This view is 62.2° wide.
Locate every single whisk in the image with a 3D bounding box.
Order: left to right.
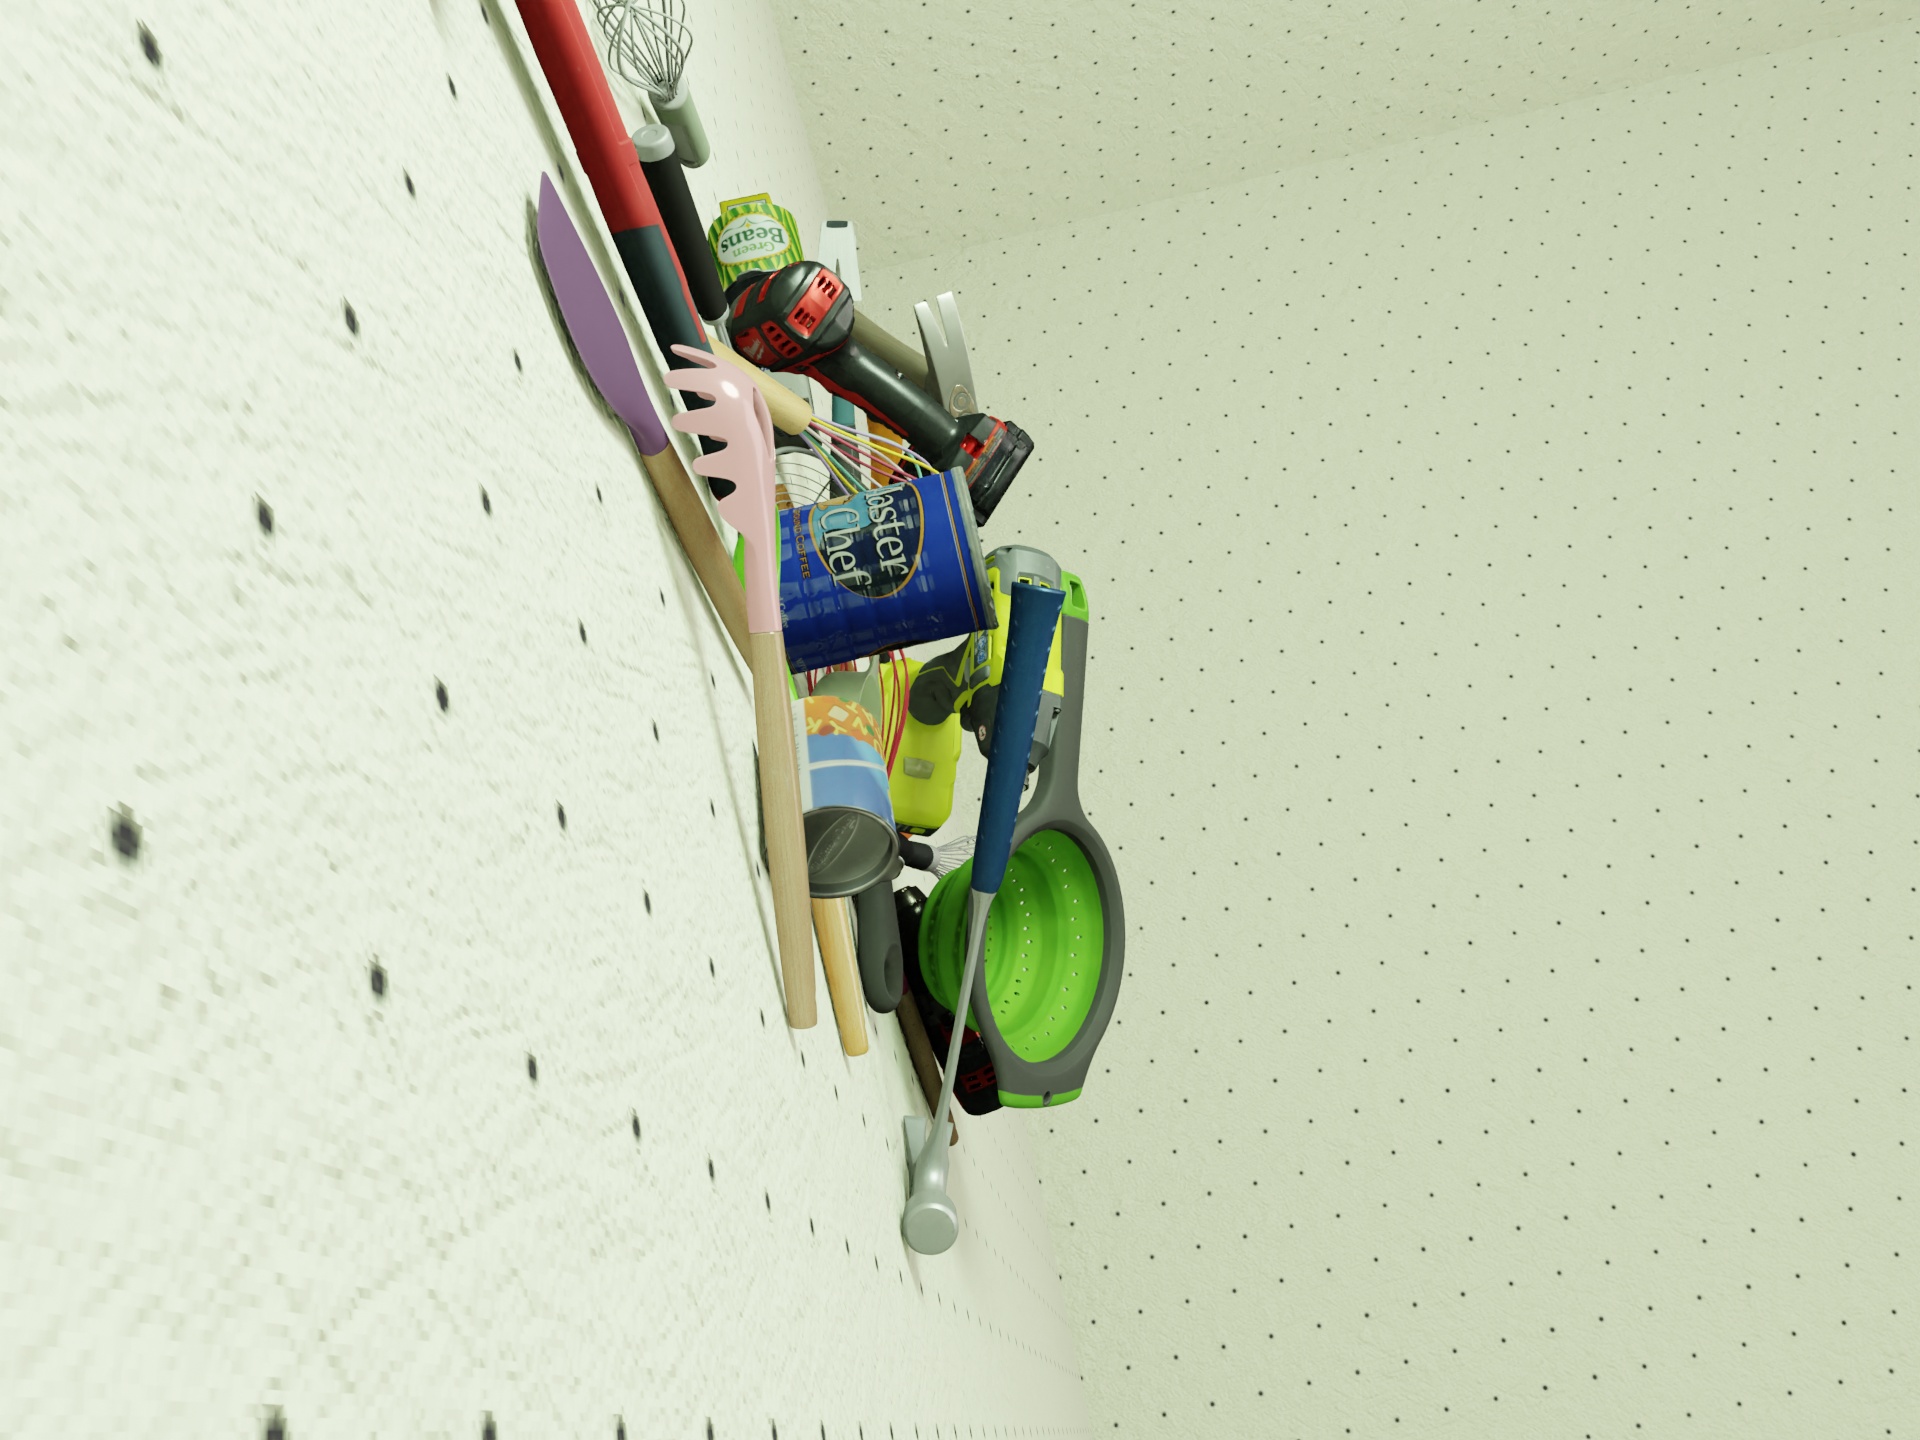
[{"bbox_3d":[-0.177,-0.380,0.955,0.246,0.058,0.059,-155,-94,-88],"label":"whisk"},{"bbox_3d":[-0.083,-0.178,0.972,0.244,0.047,0.051,27,76,-54],"label":"whisk"},{"bbox_3d":[-0.063,0.055,1.092,0.073,0.073,0.296,73,10,-67],"label":"whisk"},{"bbox_3d":[-0.016,0.119,1.327,0.284,0.070,0.070,25,50,-65],"label":"whisk"}]

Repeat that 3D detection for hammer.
[{"bbox_3d":[-0.145,-0.213,0.711,0.385,0.038,0.143,74,4,-58],"label":"hammer"},{"bbox_3d":[-0.091,-0.218,1.243,0.128,0.033,0.331,-104,-168,-74],"label":"hammer"},{"bbox_3d":[-0.089,-0.338,1.355,0.411,0.038,0.146,47,-24,51],"label":"hammer"},{"bbox_3d":[-0.064,-0.106,1.346,0.127,0.034,0.336,-104,-167,-54],"label":"hammer"},{"bbox_3d":[0.012,0.115,1.001,0.144,0.035,0.405,-112,-148,-82],"label":"hammer"}]

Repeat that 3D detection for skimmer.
[{"bbox_3d":[-0.110,-0.217,1.003,0.362,0.090,0.127,75,2,-51],"label":"skimmer"}]

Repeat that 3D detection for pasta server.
[{"bbox_3d":[-0.094,-0.013,0.729,0.060,0.040,0.316,-46,131,-81],"label":"pasta server"}]

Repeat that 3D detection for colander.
[{"bbox_3d":[0.040,0.085,1.201,0.204,0.094,0.397,14,78,-53],"label":"colander"}]

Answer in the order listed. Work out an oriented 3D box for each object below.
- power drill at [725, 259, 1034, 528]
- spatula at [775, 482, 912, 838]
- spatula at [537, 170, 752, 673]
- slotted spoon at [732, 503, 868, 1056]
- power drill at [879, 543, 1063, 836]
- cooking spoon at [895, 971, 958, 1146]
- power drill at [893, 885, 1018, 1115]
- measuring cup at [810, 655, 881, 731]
[{"bbox_3d":[-0.067,-0.227,1.118,0.219,0.078,0.143,38,-15,-24],"label":"power drill"},{"bbox_3d":[-0.086,-0.043,1.244,0.081,0.041,0.322,-46,134,-33],"label":"spatula"},{"bbox_3d":[-0.130,-0.106,0.717,0.315,0.018,0.060,72,9,-57],"label":"spatula"},{"bbox_3d":[-0.089,0.034,0.895,0.070,0.031,0.314,-3,81,-88],"label":"slotted spoon"},{"bbox_3d":[-0.002,-0.004,1.138,0.223,0.080,0.171,-37,-135,55],"label":"power drill"},{"bbox_3d":[-0.040,0.219,1.200,0.069,0.017,0.318,-105,-179,-53],"label":"cooking spoon"},{"bbox_3d":[-0.003,0.220,1.340,0.188,0.080,0.226,64,4,2],"label":"power drill"},{"bbox_3d":[-0.074,-0.039,1.049,0.083,0.038,0.168,59,34,-74],"label":"measuring cup"}]
